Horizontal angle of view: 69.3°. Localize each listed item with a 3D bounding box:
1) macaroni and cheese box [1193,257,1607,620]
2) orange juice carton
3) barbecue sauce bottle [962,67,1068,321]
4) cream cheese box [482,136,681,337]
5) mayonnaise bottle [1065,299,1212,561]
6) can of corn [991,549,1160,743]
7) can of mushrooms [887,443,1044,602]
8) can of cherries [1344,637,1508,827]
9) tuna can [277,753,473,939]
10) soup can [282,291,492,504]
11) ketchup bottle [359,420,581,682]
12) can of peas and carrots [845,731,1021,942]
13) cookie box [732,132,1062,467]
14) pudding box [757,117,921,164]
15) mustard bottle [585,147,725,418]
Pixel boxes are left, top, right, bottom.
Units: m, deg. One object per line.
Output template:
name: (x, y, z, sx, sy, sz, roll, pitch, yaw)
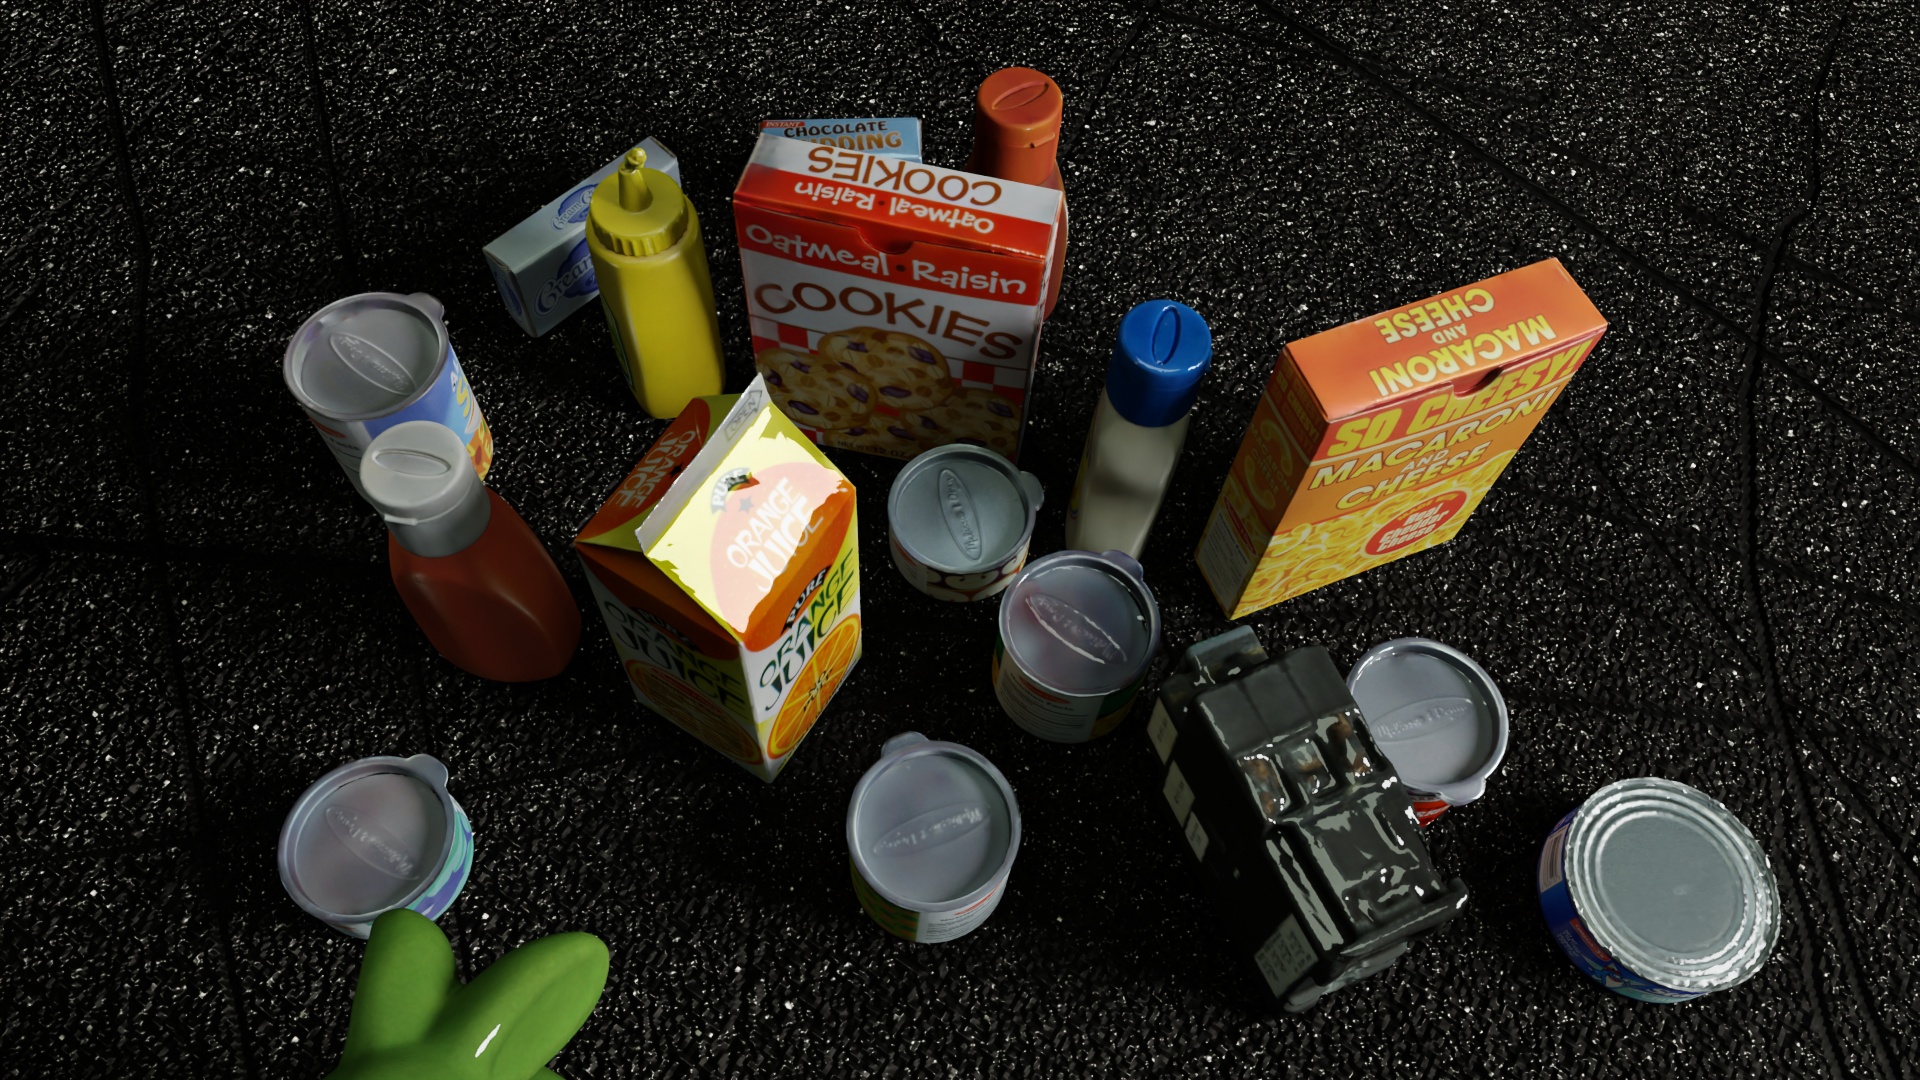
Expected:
macaroni and cheese box: (0.176, -0.036, 0.582, 0.124, 0.165, 0.040, -19, 65, -13)
orange juice carton: (-0.087, 0.016, 0.523, 0.073, 0.191, 0.072, 29, 64, 12)
barbecue sauce bottle: (0.022, -0.151, 0.646, 0.065, 0.147, 0.044, -29, 67, -17)
cream cheese box: (-0.182, -0.150, 0.687, 0.024, 0.053, 0.104, 40, 67, 17)
mayonnaise bottle: (0.074, -0.044, 0.591, 0.041, 0.147, 0.065, 14, 62, 4)
can of corn: (0.049, 0.045, 0.592, 0.071, 0.058, 0.071, 1, 62, -3)
can of mushrooms: (0.002, -0.008, 0.632, 0.071, 0.033, 0.071, 1, 61, -3)
can of cherries: (0.185, 0.084, 0.578, 0.071, 0.058, 0.072, 1, 62, -3)
tuna can: (-0.228, 0.120, 0.549, 0.071, 0.032, 0.071, 1, 61, -3)
soup can: (-0.248, -0.060, 0.617, 0.071, 0.083, 0.071, 1, 62, -3)
ketchup bottle: (-0.194, 0.008, 0.546, 0.065, 0.148, 0.044, 10, 62, 2)
can of peas and carrots: (-0.013, 0.118, 0.548, 0.071, 0.058, 0.071, 1, 62, -3)
cookie box: (-0.027, -0.093, 0.600, 0.123, 0.166, 0.040, 11, 62, 3)
pudding box: (-0.061, -0.192, 0.719, 0.084, 0.049, 0.030, -2, 62, -4)
mustard bottle: (-0.136, -0.117, 0.611, 0.049, 0.159, 0.065, -18, 64, -12)
